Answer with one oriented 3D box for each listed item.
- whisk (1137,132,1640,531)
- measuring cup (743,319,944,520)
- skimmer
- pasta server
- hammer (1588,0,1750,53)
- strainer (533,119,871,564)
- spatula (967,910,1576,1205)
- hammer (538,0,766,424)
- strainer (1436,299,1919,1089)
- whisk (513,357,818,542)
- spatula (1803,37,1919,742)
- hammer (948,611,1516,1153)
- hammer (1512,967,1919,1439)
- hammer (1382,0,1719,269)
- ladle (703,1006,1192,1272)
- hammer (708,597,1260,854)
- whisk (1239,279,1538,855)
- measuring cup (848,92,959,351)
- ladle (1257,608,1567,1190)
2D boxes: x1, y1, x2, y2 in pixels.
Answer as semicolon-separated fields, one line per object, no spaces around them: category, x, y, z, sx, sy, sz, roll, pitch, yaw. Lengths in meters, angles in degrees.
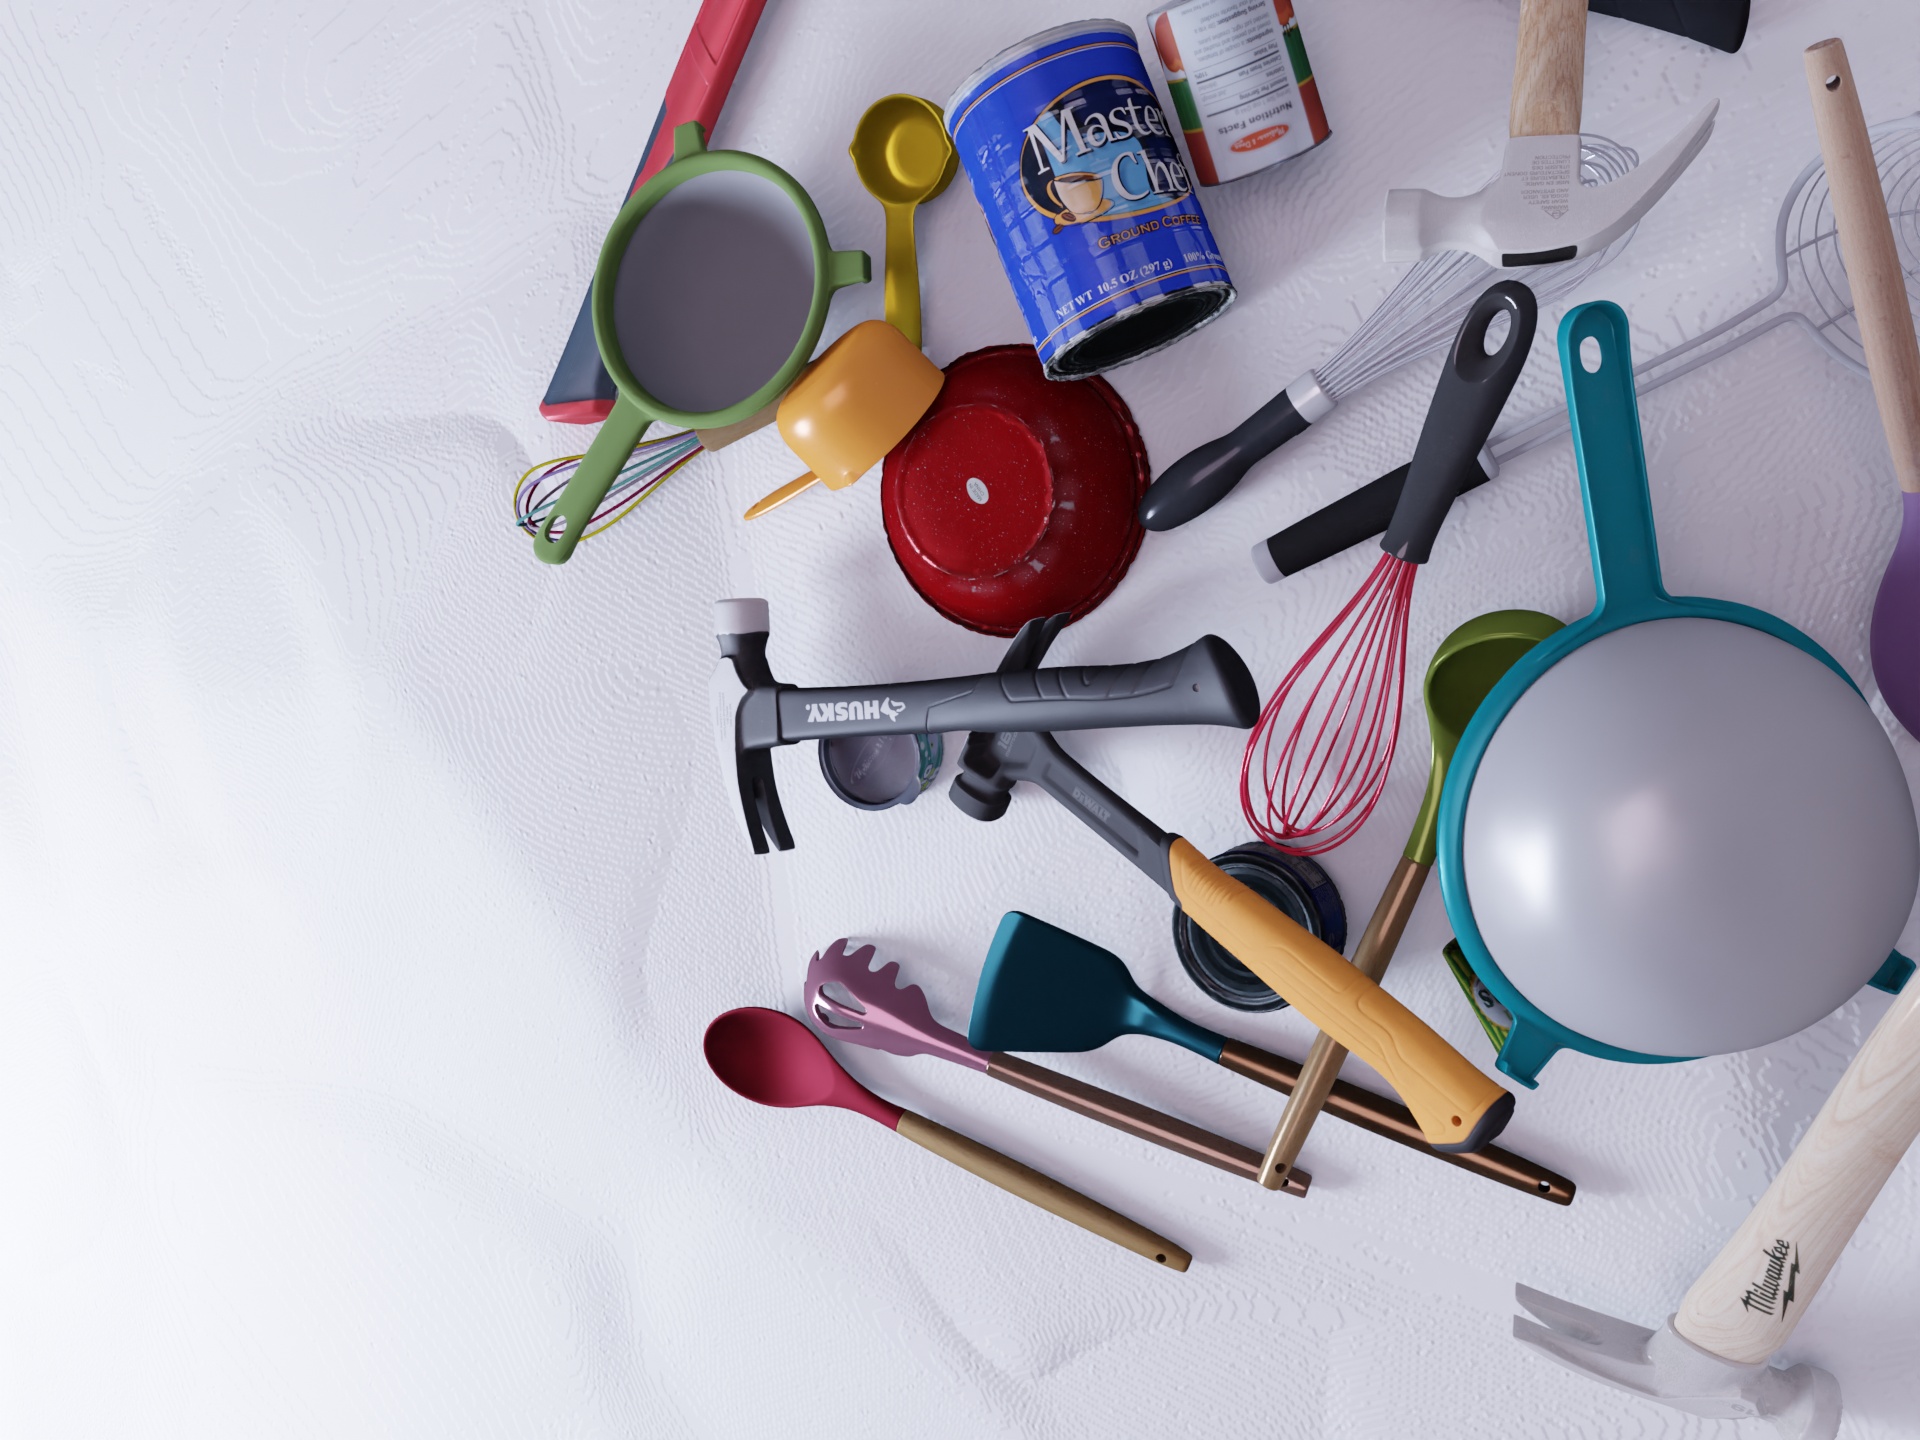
whisk;0.196;-0.176;0.765;0.284;0.070;0.070;-36;81;29
measuring cup;-0.085;-0.160;0.877;0.173;0.095;0.052;-23;121;44
skimmer;0.291;-0.136;0.705;0.363;0.090;0.127;-26;110;27
pasta server;0.045;0.200;0.900;0.316;0.040;0.060;18;104;18
hammer;0.170;-0.388;0.760;0.409;0.036;0.149;26;108;20
strainer;-0.155;-0.191;0.899;0.151;0.069;0.256;41;106;19
spatula;0.159;0.188;0.834;0.317;0.044;0.082;19;99;20
hammer;-0.170;-0.353;0.920;0.143;0.038;0.386;35;109;18
strainer;0.303;-0.006;0.656;0.211;0.095;0.340;-14;100;-3
whisk;-0.171;-0.163;0.943;0.245;0.051;0.047;-21;82;23
spatula;0.380;-0.117;0.641;0.060;0.018;0.315;-15;115;26
hammer;0.130;0.082;0.787;0.337;0.034;0.127;40;124;30
hammer;0.359;0.156;0.642;0.146;0.038;0.410;17;128;10
hammer;0.262;-0.358;0.684;0.130;0.031;0.331;5;86;19
ladle;-0.012;0.245;0.930;0.315;0.031;0.069;22;116;19
hammer;-0.001;-0.003;0.828;0.335;0.035;0.146;-3;90;36
whisk;0.201;-0.061;0.745;0.073;0.073;0.295;27;119;19
measuring cup;-0.027;-0.262;0.878;0.062;0.029;0.156;9;112;24
ladle;0.214;0.095;0.774;0.078;0.062;0.320;21;102;-3
